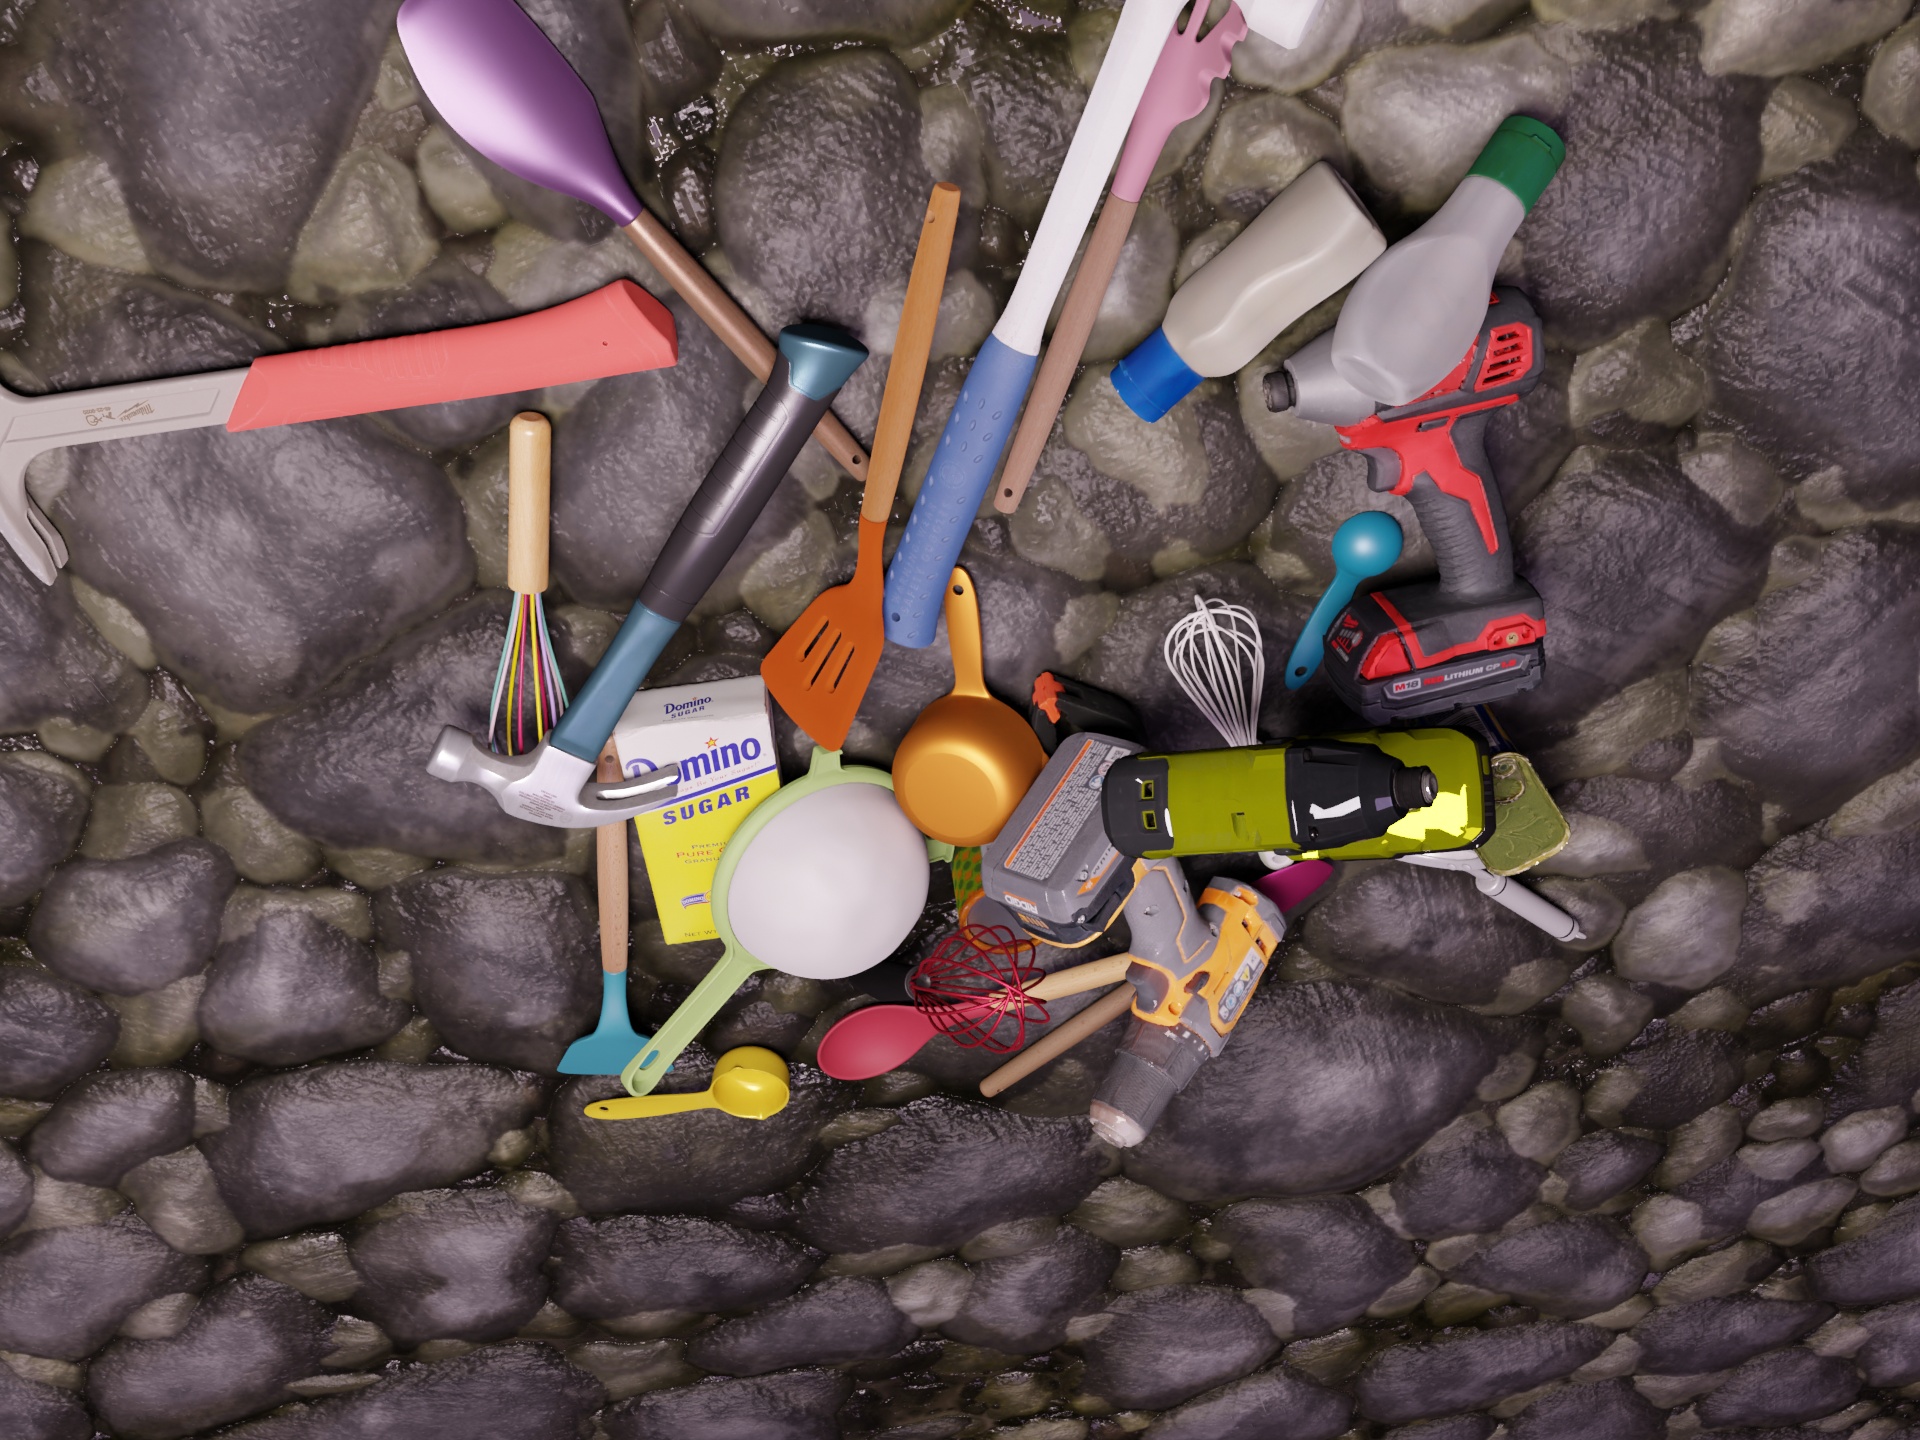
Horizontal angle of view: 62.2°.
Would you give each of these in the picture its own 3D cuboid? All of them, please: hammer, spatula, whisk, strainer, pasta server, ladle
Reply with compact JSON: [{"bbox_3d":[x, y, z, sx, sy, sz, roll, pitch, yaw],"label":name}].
[{"bbox_3d":[-0.155,-0.071,0.851,0.128,0.033,0.331,27,113,-24],"label":"hammer"},{"bbox_3d":[-0.230,0.135,1.052,0.082,0.044,0.317,2,123,-9],"label":"spatula"},{"bbox_3d":[-0.018,0.161,0.979,0.073,0.073,0.296,14,168,-18],"label":"whisk"},{"bbox_3d":[-0.048,-0.126,0.833,0.041,0.081,0.322,-20,141,-36],"label":"spatula"},{"bbox_3d":[0.178,0.015,0.998,0.058,0.059,0.246,-21,132,5],"label":"whisk"},{"bbox_3d":[-0.145,-0.226,0.781,0.060,0.018,0.315,-46,124,0],"label":"spatula"},{"bbox_3d":[0.360,0.106,1.096,0.258,0.050,0.087,29,161,-33],"label":"strainer"},{"bbox_3d":[-0.239,-0.055,0.889,0.051,0.047,0.244,5,124,-10],"label":"whisk"},{"bbox_3d":[-0.108,0.146,0.977,0.256,0.069,0.151,-48,136,-2],"label":"strainer"},{"bbox_3d":[0.070,-0.235,0.794,0.060,0.040,0.316,28,126,8],"label":"pasta server"},{"bbox_3d":[0.027,-0.202,0.794,0.144,0.035,0.405,30,129,6],"label":"hammer"},{"bbox_3d":[-0.321,-0.160,0.800,0.359,0.037,0.149,-8,128,-1],"label":"hammer"},{"bbox_3d":[0.046,0.191,1.111,0.315,0.031,0.069,-18,131,13],"label":"ladle"}]

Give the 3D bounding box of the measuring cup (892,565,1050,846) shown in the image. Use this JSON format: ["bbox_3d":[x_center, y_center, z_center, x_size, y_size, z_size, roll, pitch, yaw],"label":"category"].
[{"bbox_3d":[-0.001,-0.003,0.942,0.095,0.052,0.173,5,122,19],"label":"measuring cup"}]

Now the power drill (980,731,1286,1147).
[{"bbox_3d":[0.102,0.139,0.968,0.185,0.084,0.226,-54,131,-19],"label":"power drill"}]

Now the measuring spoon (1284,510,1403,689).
[{"bbox_3d":[0.228,-0.066,0.955,0.042,0.021,0.128,11,123,-16],"label":"measuring spoon"}]

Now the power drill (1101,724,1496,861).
[{"bbox_3d":[0.205,0.042,0.877,0.171,0.080,0.223,-6,175,35],"label":"power drill"}]

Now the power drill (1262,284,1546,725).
[{"bbox_3d":[0.245,-0.117,0.870,0.143,0.079,0.219,-12,115,0],"label":"power drill"}]

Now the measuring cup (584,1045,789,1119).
[{"bbox_3d":[-0.199,0.267,1.159,0.156,0.029,0.062,-9,129,10],"label":"measuring cup"}]

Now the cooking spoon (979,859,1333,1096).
[{"bbox_3d":[0.132,0.188,1.136,0.319,0.017,0.068,-38,144,24],"label":"cooking spoon"}]
